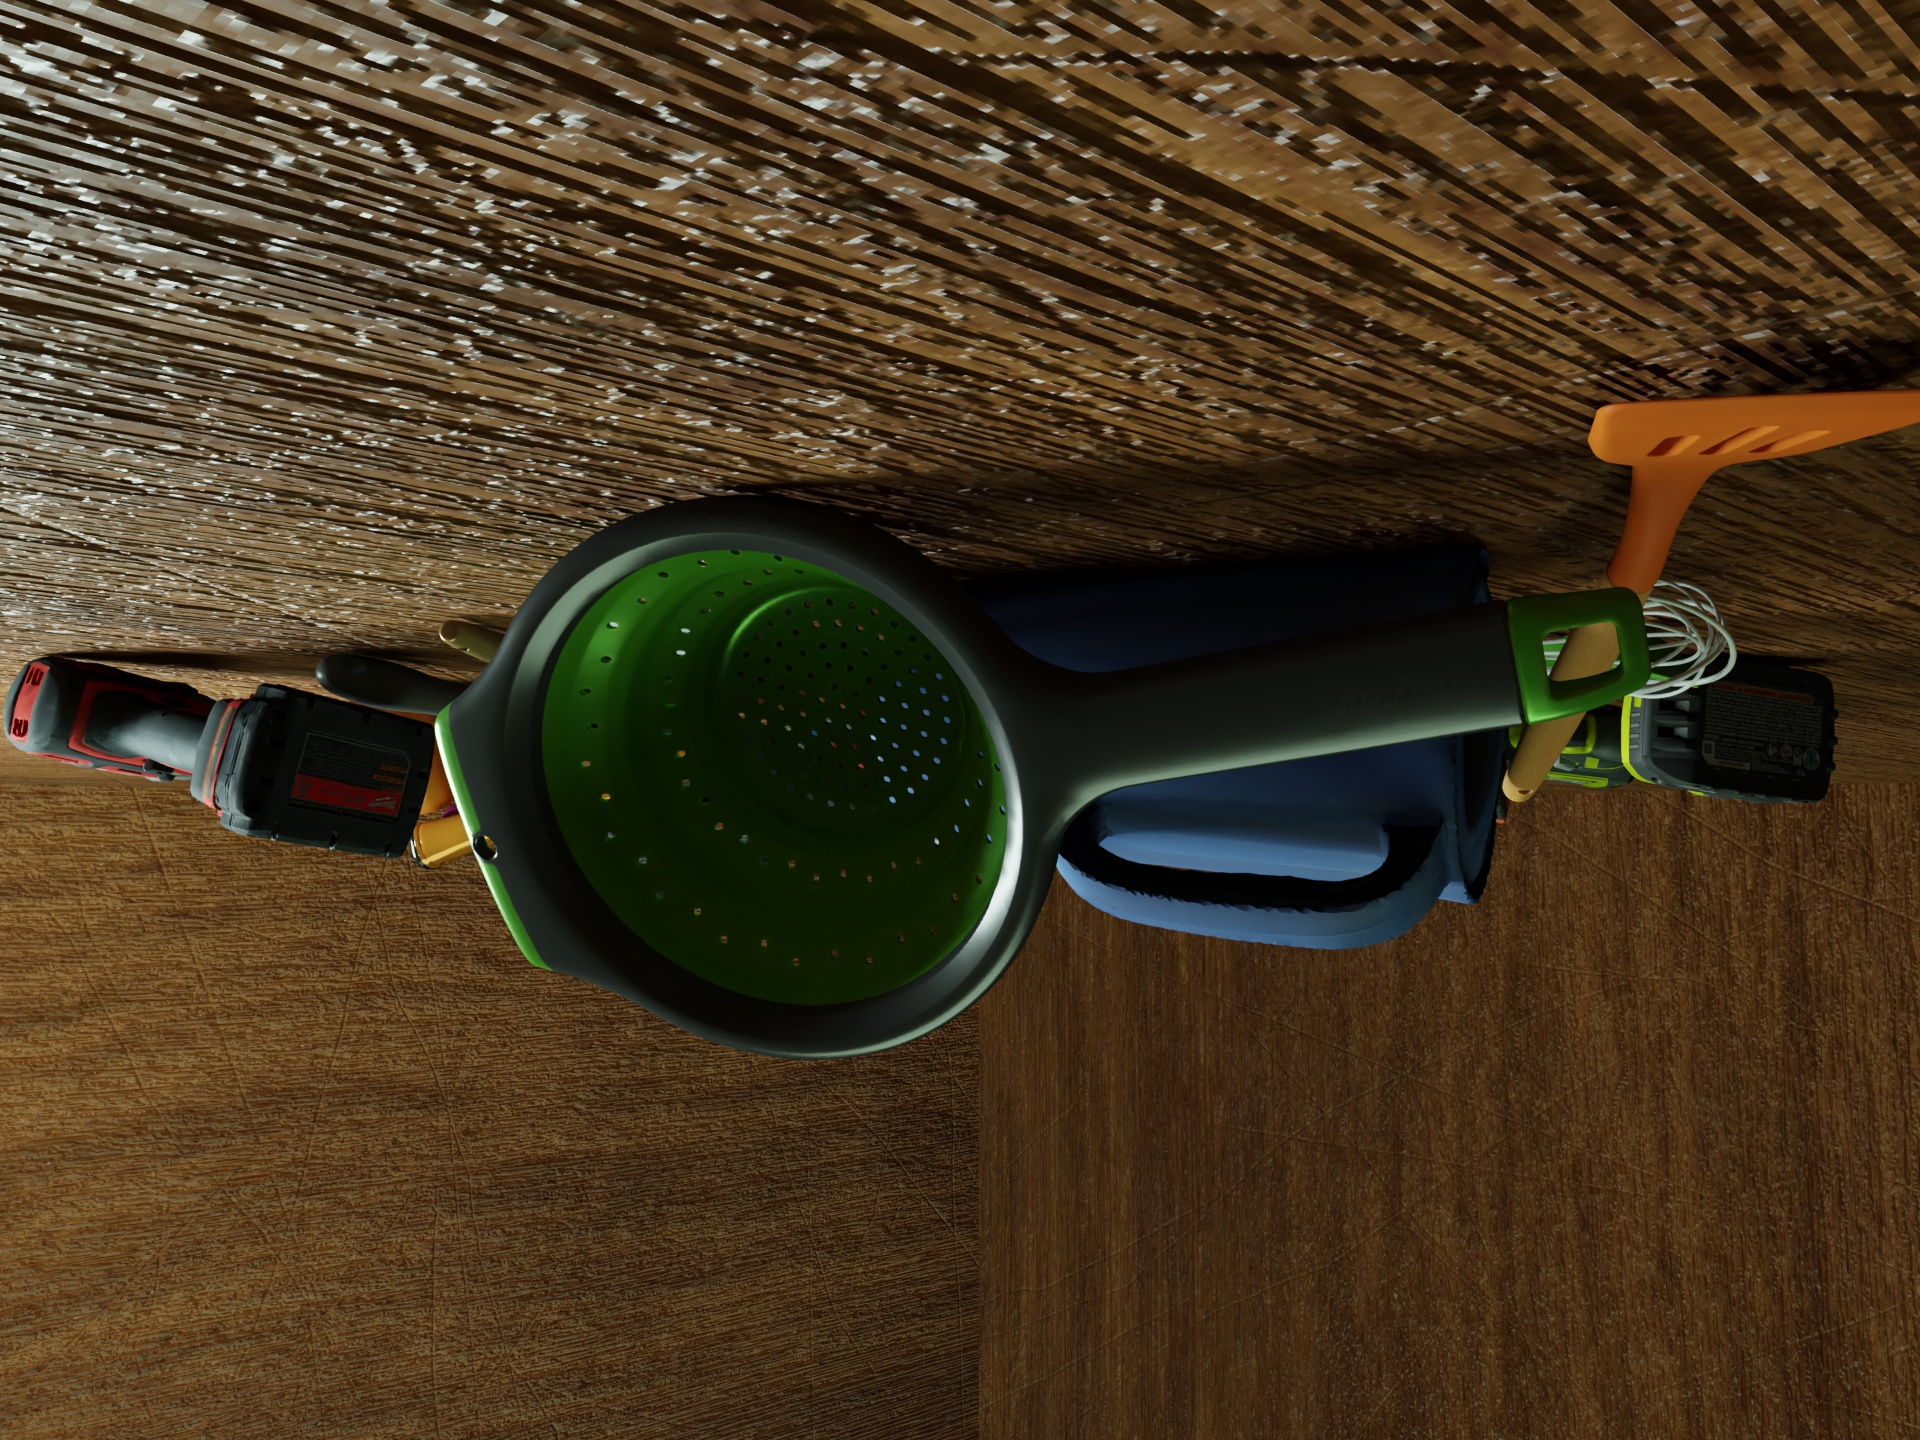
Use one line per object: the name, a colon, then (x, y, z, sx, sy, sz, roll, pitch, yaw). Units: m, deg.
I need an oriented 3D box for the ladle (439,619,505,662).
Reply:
ladle: (-0.219, -0.025, 0.913, 0.069, 0.031, 0.315, -3, 173, 9)

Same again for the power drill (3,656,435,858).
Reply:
power drill: (-0.411, 0.019, 0.929, 0.227, 0.080, 0.187, 10, 173, 30)

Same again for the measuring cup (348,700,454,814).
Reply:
measuring cup: (-0.366, 0.010, 1.090, 0.052, 0.095, 0.174, -11, -165, 1)

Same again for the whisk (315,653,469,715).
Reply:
whisk: (-0.310, -0.008, 0.982, 0.055, 0.055, 0.238, -2, 171, 19)

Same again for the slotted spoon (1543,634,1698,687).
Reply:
slotted spoon: (0.235, -0.028, 0.870, 0.314, 0.031, 0.070, -2, 175, 39)

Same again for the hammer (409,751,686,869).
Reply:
hammer: (-0.200, 0.036, 1.027, 0.337, 0.034, 0.127, -17, 175, 6)

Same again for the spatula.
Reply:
spatula: (0.211, -0.028, 0.512, 0.081, 0.041, 0.322, -1, 156, 8)

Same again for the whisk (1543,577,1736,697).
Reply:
whisk: (0.230, -0.032, 0.725, 0.059, 0.058, 0.246, 43, 156, -28)

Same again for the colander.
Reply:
colander: (0.018, -0.003, 0.546, 0.397, 0.204, 0.094, -10, -162, 19)

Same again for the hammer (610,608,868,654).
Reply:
hammer: (0.002, -0.027, 0.817, 0.358, 0.037, 0.149, 4, 173, -38)

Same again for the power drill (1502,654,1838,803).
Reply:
power drill: (0.410, 0.008, 1.005, 0.171, 0.080, 0.223, 7, 176, -20)

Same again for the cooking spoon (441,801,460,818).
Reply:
cooking spoon: (-0.267, 0.024, 0.995, 0.068, 0.017, 0.319, -13, 172, -32)

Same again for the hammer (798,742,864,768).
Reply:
hammer: (-0.065, 0.025, 1.157, 0.386, 0.038, 0.143, 5, -171, 42)

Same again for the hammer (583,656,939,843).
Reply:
hammer: (-0.101, 0.014, 0.781, 0.146, 0.035, 0.334, 15, 174, 17)

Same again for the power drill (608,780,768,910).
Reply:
power drill: (-0.224, 0.077, 1.196, 0.190, 0.080, 0.229, -1, -172, -13)
